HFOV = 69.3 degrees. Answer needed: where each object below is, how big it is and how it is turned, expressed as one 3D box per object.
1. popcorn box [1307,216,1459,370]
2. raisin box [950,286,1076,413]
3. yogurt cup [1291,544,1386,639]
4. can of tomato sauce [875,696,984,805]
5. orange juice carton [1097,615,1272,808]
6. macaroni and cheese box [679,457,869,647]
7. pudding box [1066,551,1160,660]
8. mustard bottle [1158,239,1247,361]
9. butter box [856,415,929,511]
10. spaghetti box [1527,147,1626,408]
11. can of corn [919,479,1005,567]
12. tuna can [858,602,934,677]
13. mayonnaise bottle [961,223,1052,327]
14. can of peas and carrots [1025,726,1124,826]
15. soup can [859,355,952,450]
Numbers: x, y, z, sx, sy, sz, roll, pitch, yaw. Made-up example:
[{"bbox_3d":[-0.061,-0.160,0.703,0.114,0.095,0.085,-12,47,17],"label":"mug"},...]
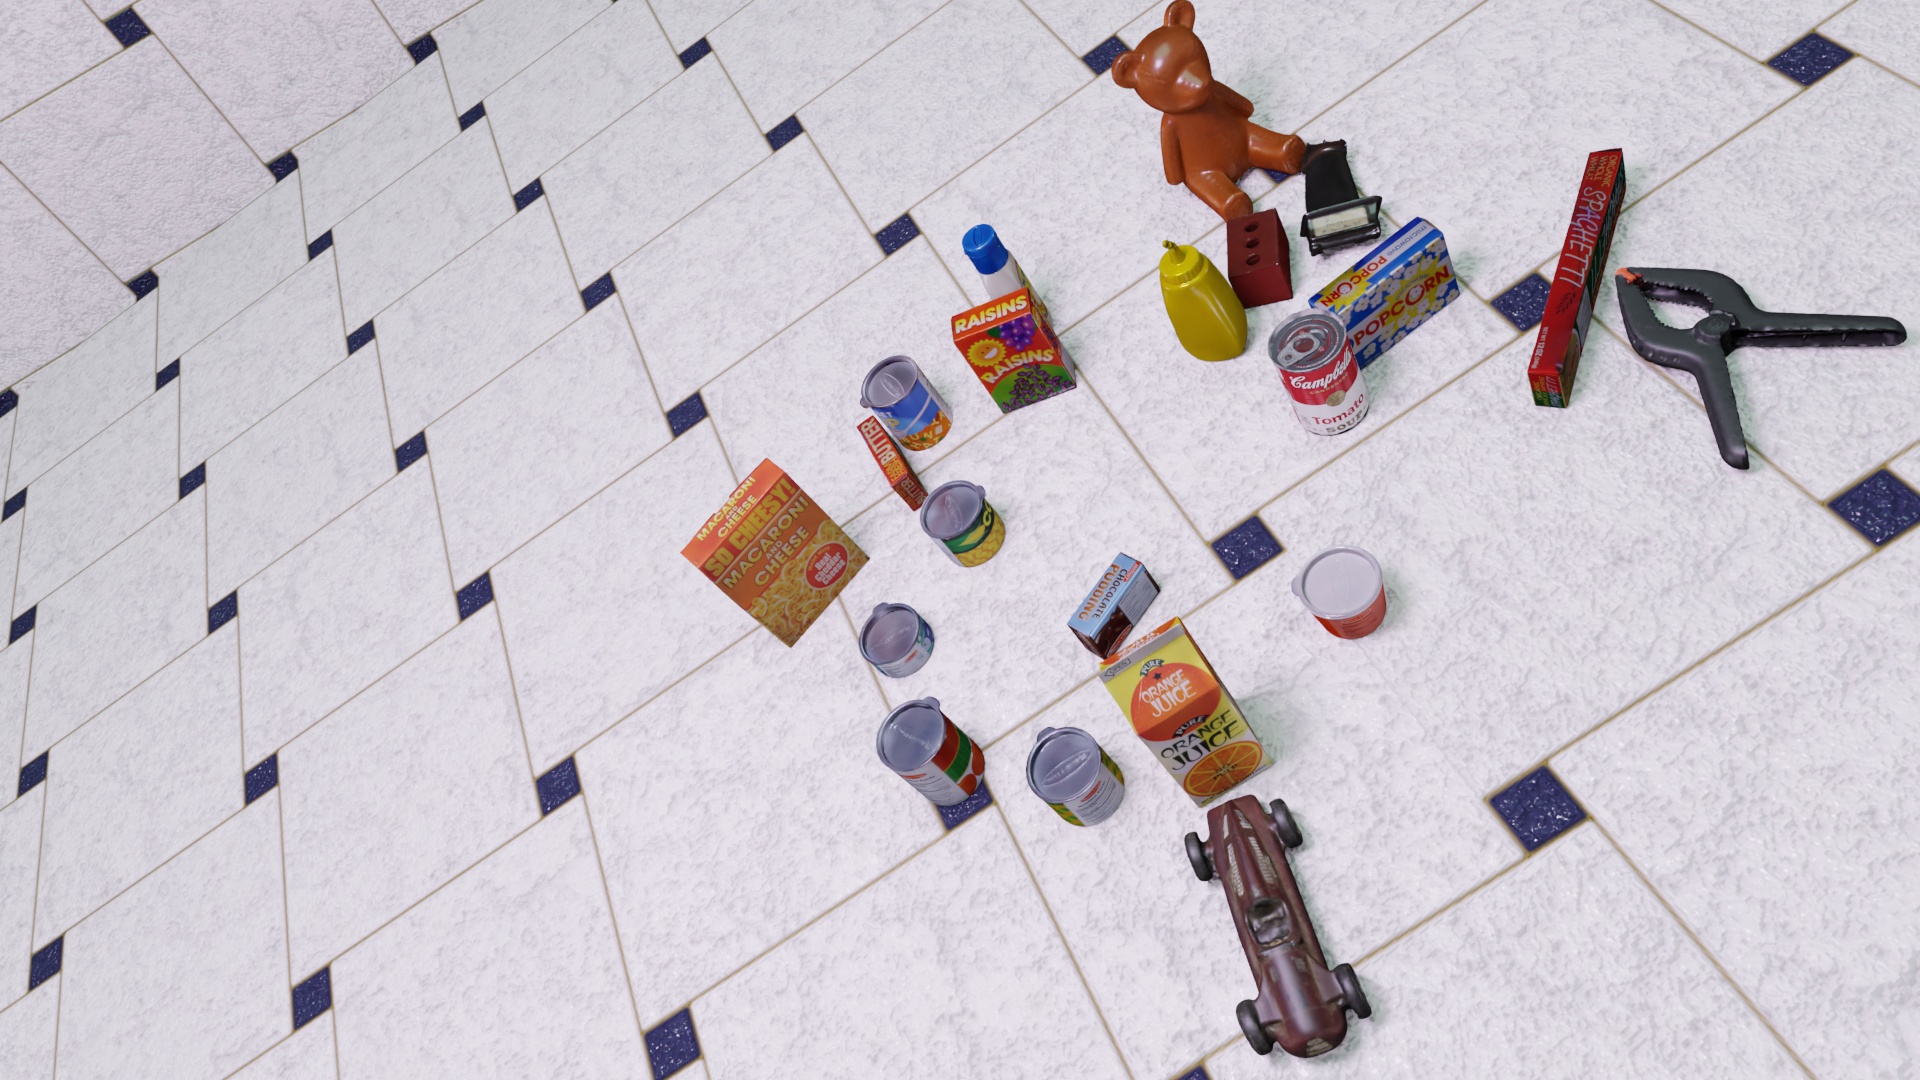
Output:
[{"bbox_3d":[0.382,-0.219,1.251,0.126,0.085,0.038,-37,48,2],"label":"popcorn box"},{"bbox_3d":[0.055,-0.189,1.392,0.086,0.123,0.040,-18,52,18],"label":"raisin box"},{"bbox_3d":[0.313,0.045,1.130,0.072,0.053,0.073,-15,53,21],"label":"yogurt cup"},{"bbox_3d":[-0.024,0.184,1.207,0.071,0.083,0.071,-15,53,21],"label":"can of tomato sauce"},{"bbox_3d":[0.168,0.126,1.064,0.072,0.192,0.073,-33,49,7],"label":"orange juice carton"},{"bbox_3d":[-0.179,0.014,1.356,0.124,0.166,0.040,-49,49,-8],"label":"macaroni and cheese box"},{"bbox_3d":[0.135,0.058,1.225,0.030,0.049,0.084,28,75,40],"label":"pudding box"},{"bbox_3d":[0.221,-0.231,1.301,0.065,0.159,0.049,-1,59,29],"label":"mustard bottle"},{"bbox_3d":[-0.070,-0.080,1.435,0.024,0.053,0.104,-35,48,4],"label":"butter box"},{"bbox_3d":[0.533,-0.229,1.195,0.028,0.050,0.251,9,64,34],"label":"spaghetti box"},{"bbox_3d":[0.005,-0.017,1.346,0.071,0.058,0.071,-15,53,21],"label":"can of corn"},{"bbox_3d":[-0.061,0.094,1.324,0.071,0.032,0.071,-15,53,21],"label":"tuna can"},{"bbox_3d":[0.049,-0.264,1.430,0.041,0.147,0.065,-21,51,17],"label":"mayonnaise bottle"},{"bbox_3d":[0.094,0.194,1.149,0.071,0.058,0.071,-15,53,21],"label":"can of peas and carrots"},{"bbox_3d":[-0.057,-0.141,1.449,0.071,0.083,0.072,-15,53,21],"label":"soup can"}]
